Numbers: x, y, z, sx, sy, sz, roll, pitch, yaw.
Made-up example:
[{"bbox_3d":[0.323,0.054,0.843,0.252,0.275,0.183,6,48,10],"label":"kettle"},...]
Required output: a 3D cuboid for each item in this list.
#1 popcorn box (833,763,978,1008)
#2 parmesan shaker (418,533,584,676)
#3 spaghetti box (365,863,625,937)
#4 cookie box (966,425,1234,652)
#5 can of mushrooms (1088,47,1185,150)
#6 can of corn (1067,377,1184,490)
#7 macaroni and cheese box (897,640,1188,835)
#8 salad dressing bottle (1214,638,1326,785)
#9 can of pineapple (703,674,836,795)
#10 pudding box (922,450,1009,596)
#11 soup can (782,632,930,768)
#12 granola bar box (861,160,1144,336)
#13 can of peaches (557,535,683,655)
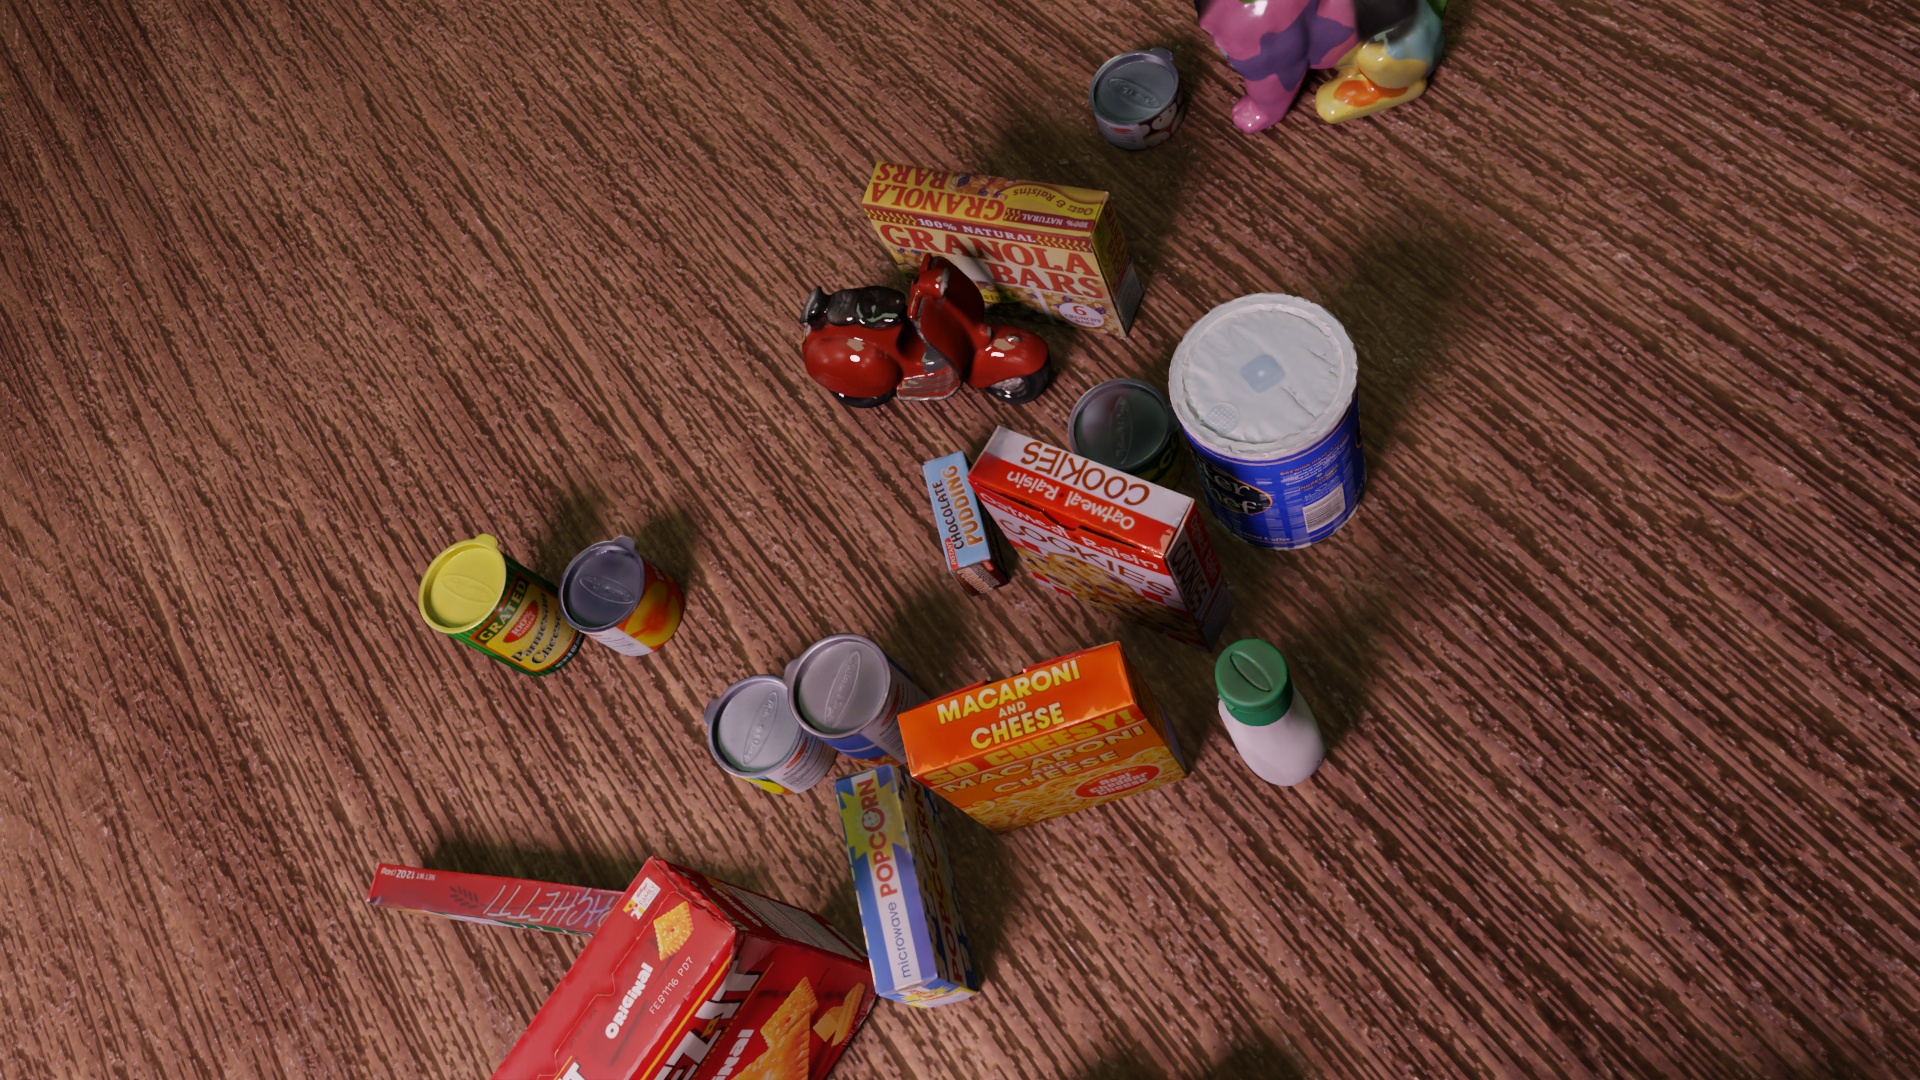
[{"bbox_3d":[-0.031,0.202,0.808,0.038,0.085,0.127,-20,63,10],"label":"popcorn box"},{"bbox_3d":[-0.312,0.046,0.959,0.071,0.103,0.071,-7,66,16],"label":"parmesan shaker"},{"bbox_3d":[-0.261,0.236,0.889,0.250,0.050,0.029,1,68,19],"label":"spaghetti box"},{"bbox_3d":[0.086,0.004,0.809,0.123,0.167,0.040,22,76,25],"label":"cookie box"},{"bbox_3d":[0.131,-0.322,1.013,0.071,0.033,0.071,-7,66,16],"label":"can of mushrooms"},{"bbox_3d":[0.110,-0.062,0.892,0.071,0.058,0.071,-7,66,16],"label":"can of corn"},{"bbox_3d":[0.050,0.114,0.773,0.123,0.166,0.040,-20,63,10],"label":"macaroni and cheese box"},{"bbox_3d":[0.166,0.093,0.755,0.044,0.147,0.064,-42,62,-2],"label":"salad dressing bottle"},{"bbox_3d":[-0.120,0.124,0.887,0.071,0.057,0.071,-7,66,16],"label":"can of pineapple"},{"bbox_3d":[0.003,-0.011,0.910,0.030,0.049,0.084,-19,63,10],"label":"pudding box"},{"bbox_3d":[-0.063,0.100,0.863,0.071,0.083,0.071,-7,66,16],"label":"soup can"},{"bbox_3d":[0.030,-0.196,0.939,0.165,0.124,0.039,14,73,23],"label":"granola bar box"},{"bbox_3d":[-0.233,0.039,0.961,0.071,0.058,0.071,-7,66,16],"label":"can of peaches"}]
